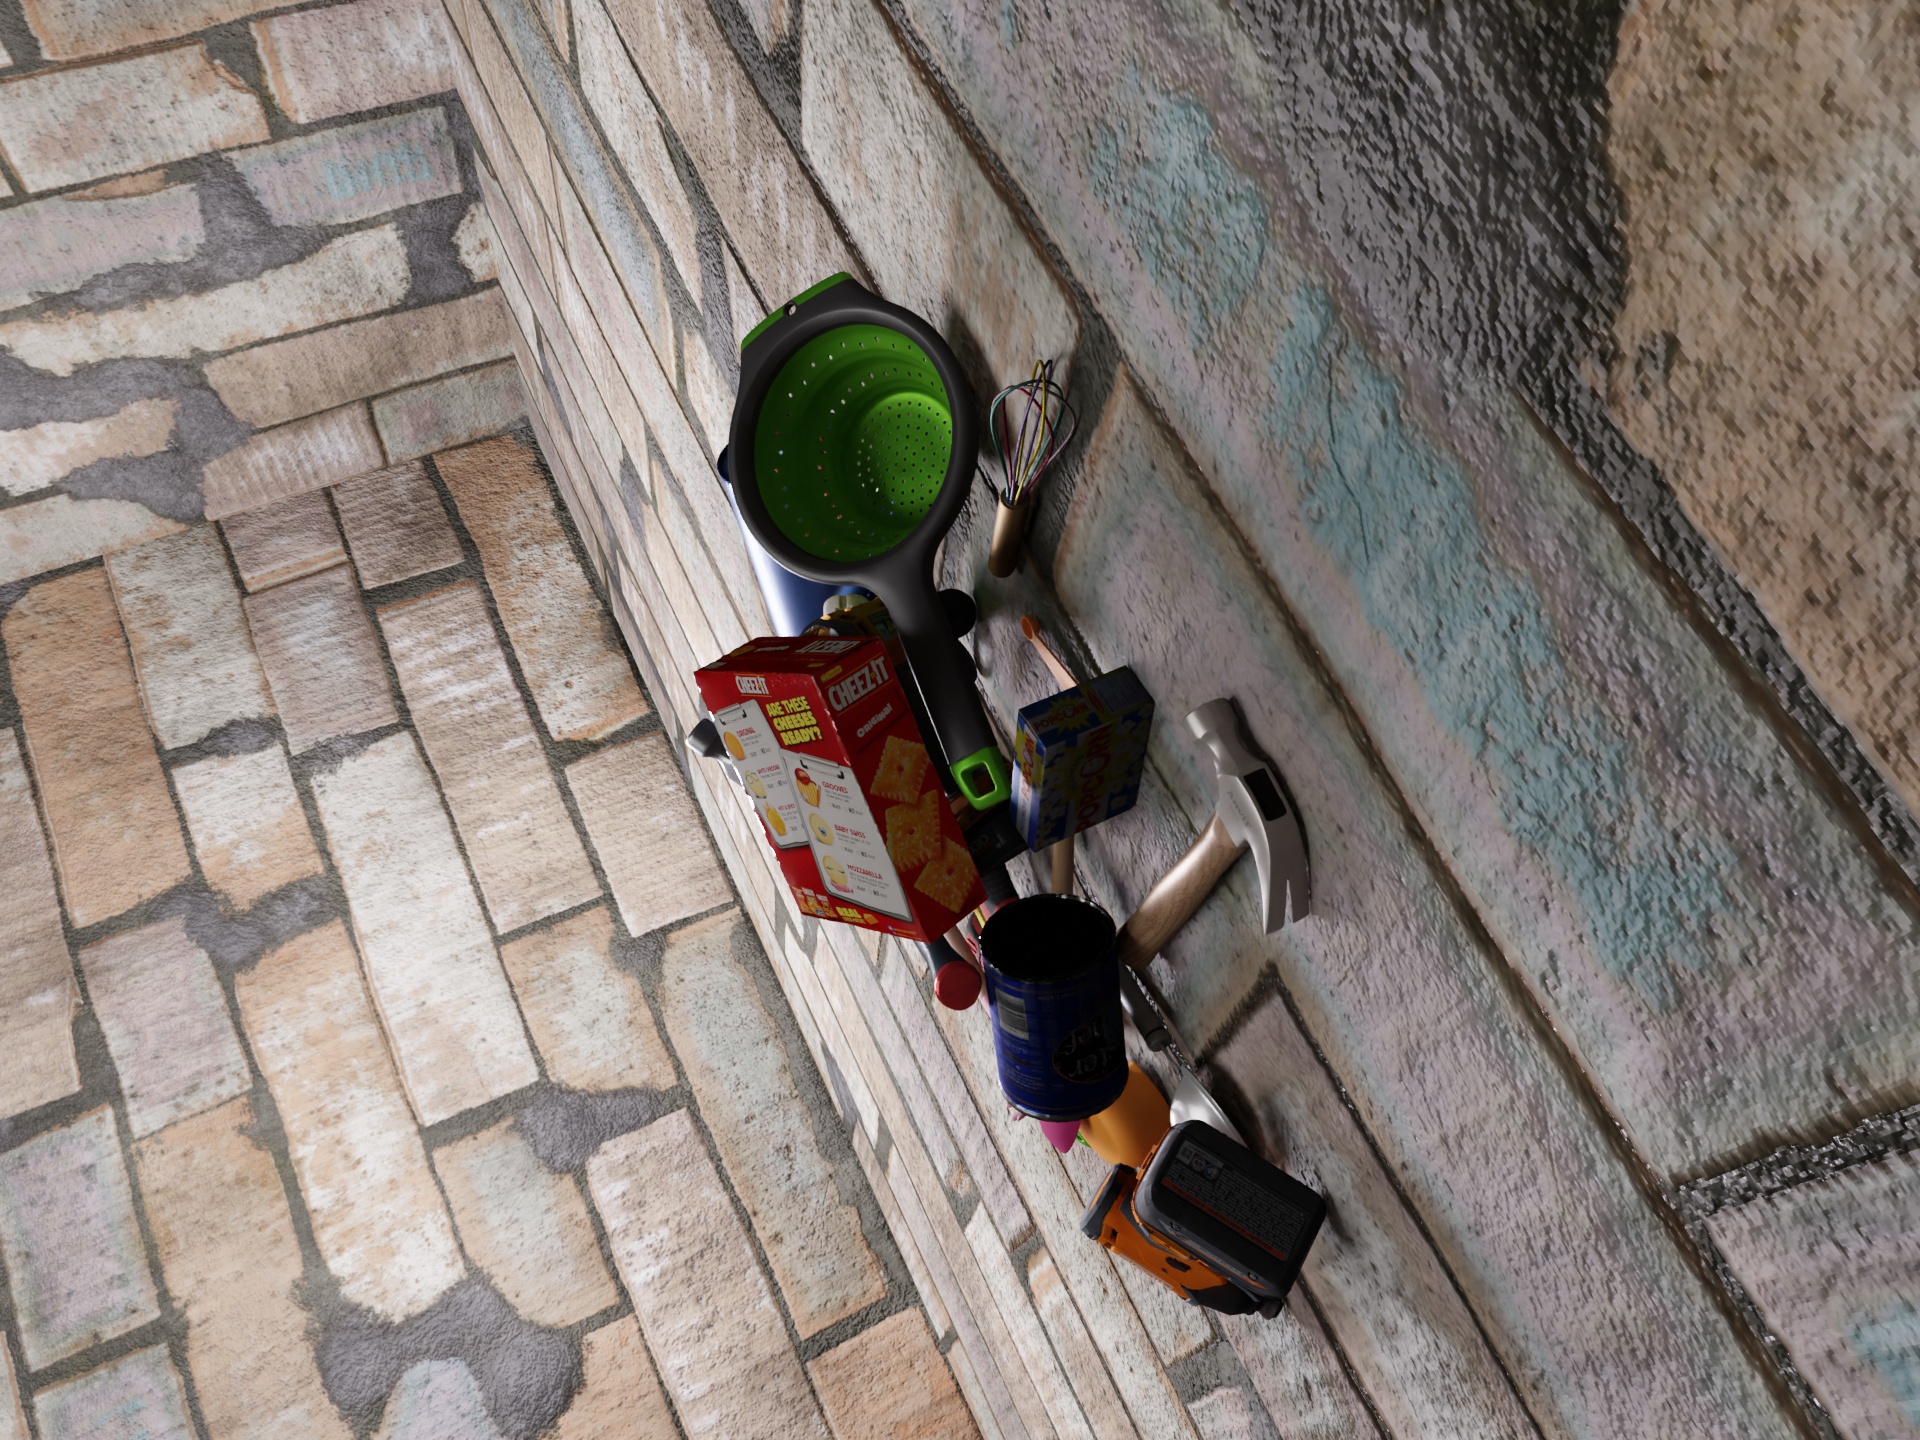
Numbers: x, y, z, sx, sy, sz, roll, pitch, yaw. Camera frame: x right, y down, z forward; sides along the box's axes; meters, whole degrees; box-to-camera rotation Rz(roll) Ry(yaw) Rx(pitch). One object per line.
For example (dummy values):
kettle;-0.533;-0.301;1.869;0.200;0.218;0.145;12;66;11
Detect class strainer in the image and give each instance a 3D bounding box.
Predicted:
strainer;0.154;0.252;1.217;0.259;0.050;0.086;59;175;41

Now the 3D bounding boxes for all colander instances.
colander;-0.033;-0.124;1.153;0.094;0.204;0.397;0;-114;-62

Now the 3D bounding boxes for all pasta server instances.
pasta server;0.008;0.232;1.408;0.317;0.040;0.060;-126;22;-54

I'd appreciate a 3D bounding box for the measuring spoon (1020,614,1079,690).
measuring spoon;0.078;-0.035;1.158;0.117;0.011;0.021;55;159;29

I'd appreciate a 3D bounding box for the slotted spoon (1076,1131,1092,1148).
slotted spoon;0.066;0.269;1.531;0.314;0.031;0.070;65;156;18

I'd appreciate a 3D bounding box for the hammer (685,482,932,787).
hammer;-0.123;-0.058;1.436;0.144;0.035;0.405;37;133;1

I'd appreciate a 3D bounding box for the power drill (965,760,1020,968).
power drill;0.044;0.155;1.380;0.188;0.080;0.226;39;149;59

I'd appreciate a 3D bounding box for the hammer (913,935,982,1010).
hammer;-0.049;0.148;1.364;0.386;0.038;0.143;-142;28;-74

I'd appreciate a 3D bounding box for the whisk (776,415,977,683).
whisk;-0.076;-0.132;1.291;0.295;0.073;0.073;49;173;-27

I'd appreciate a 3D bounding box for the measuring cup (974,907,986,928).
measuring cup;0.010;0.180;1.332;0.157;0.029;0.062;62;166;17

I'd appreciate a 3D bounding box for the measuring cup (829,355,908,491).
measuring cup;-0.082;-0.272;1.320;0.083;0.038;0.167;172;80;-73

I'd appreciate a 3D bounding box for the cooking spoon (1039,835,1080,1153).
cooking spoon;0.080;0.208;1.292;0.069;0.017;0.318;30;124;56

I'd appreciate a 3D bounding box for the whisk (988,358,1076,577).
whisk;0.038;-0.158;1.071;0.047;0.051;0.244;57;164;18

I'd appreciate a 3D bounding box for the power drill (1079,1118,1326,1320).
power drill;0.183;0.374;1.152;0.164;0.084;0.226;31;155;8

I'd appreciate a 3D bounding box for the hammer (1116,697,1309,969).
hammer;0.153;0.109;1.054;0.130;0.031;0.331;63;163;19

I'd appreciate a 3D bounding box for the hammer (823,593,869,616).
hammer;-0.060;0.043;1.428;0.410;0.038;0.146;69;-163;-65

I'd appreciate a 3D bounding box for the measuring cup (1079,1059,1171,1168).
measuring cup;0.104;0.311;1.348;0.174;0.052;0.095;33;146;39

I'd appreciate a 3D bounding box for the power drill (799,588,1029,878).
power drill;-0.002;-0.004;1.225;0.226;0.185;0.084;53;127;9
